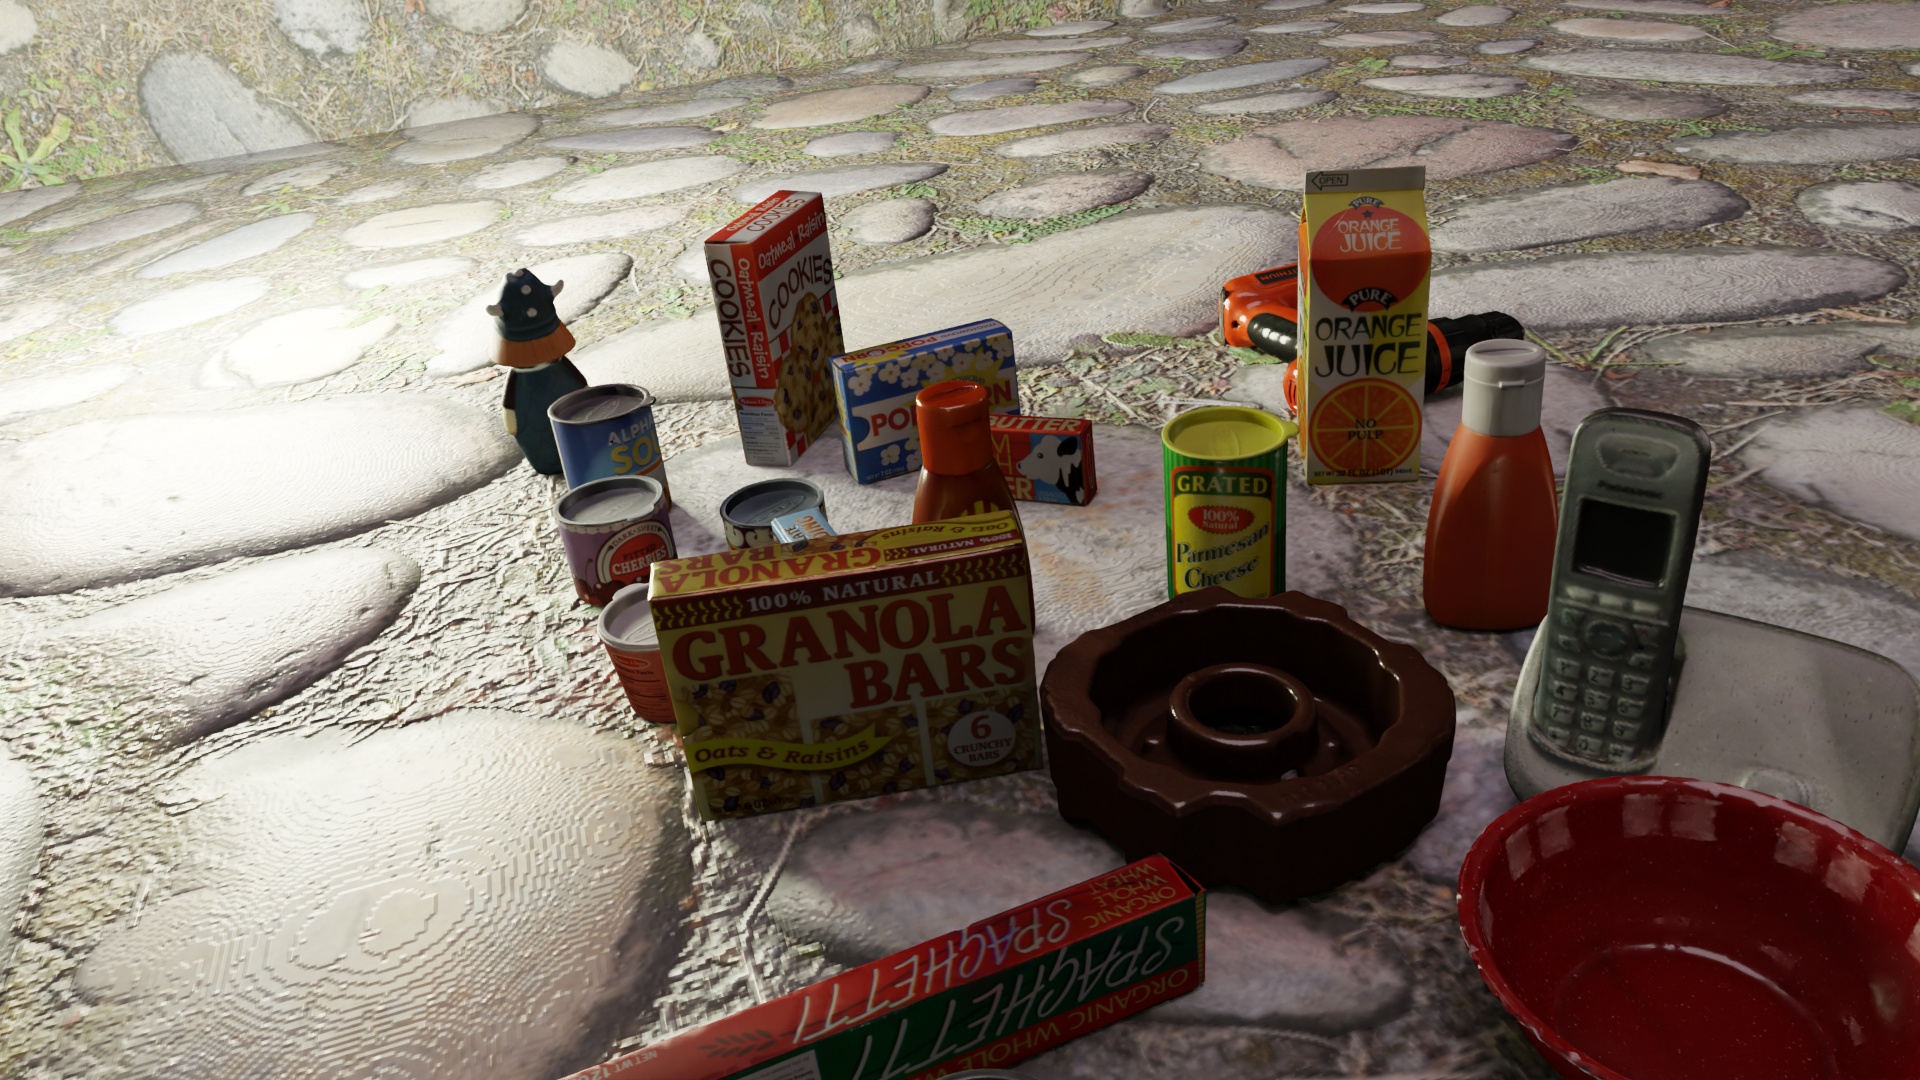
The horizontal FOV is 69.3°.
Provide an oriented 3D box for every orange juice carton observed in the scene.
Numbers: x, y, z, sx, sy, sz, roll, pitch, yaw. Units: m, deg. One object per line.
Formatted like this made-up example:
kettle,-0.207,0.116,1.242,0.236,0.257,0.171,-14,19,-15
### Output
orange juice carton,0.249,-0.137,0.866,0.072,0.191,0.073,-2,28,9

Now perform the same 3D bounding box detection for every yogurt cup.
yogurt cup,-0.153,0.059,0.734,0.072,0.053,0.073,-5,28,3

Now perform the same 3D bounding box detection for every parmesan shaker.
parmesan shaker,0.147,-0.013,0.752,0.071,0.102,0.071,-5,28,3

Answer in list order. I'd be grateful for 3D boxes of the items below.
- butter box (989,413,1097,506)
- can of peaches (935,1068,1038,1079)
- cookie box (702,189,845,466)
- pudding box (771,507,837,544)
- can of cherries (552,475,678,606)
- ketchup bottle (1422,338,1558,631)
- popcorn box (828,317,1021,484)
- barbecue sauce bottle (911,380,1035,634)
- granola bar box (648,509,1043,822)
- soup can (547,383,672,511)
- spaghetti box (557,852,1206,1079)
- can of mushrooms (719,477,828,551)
butter box,0.035,-0.054,0.905,0.103,0.053,0.024,6,30,22
can of peaches,0.010,0.208,0.420,0.071,0.057,0.071,-5,28,3
cookie box,-0.129,-0.156,1.008,0.040,0.166,0.123,3,30,18
pudding box,-0.081,0.021,0.795,0.030,0.049,0.084,-16,30,-17
can of cherries,-0.208,0.001,0.850,0.071,0.058,0.072,-5,28,3
ketchup bottle,0.271,-0.026,0.703,0.065,0.148,0.044,-2,28,9
popcorn box,-0.023,-0.098,0.964,0.127,0.084,0.038,-16,29,-17
barbecue sauce bottle,0.003,-0.009,0.728,0.065,0.147,0.044,-18,30,-19
granola bar box,-0.049,0.059,0.639,0.166,0.123,0.039,-9,28,-4
soup can,-0.231,-0.055,0.931,0.071,0.083,0.072,-5,28,3
spaghetti box,-0.026,0.177,0.494,0.251,0.050,0.029,-16,29,-17
can of mushrooms,-0.115,-0.010,0.876,0.071,0.033,0.071,-5,28,3
